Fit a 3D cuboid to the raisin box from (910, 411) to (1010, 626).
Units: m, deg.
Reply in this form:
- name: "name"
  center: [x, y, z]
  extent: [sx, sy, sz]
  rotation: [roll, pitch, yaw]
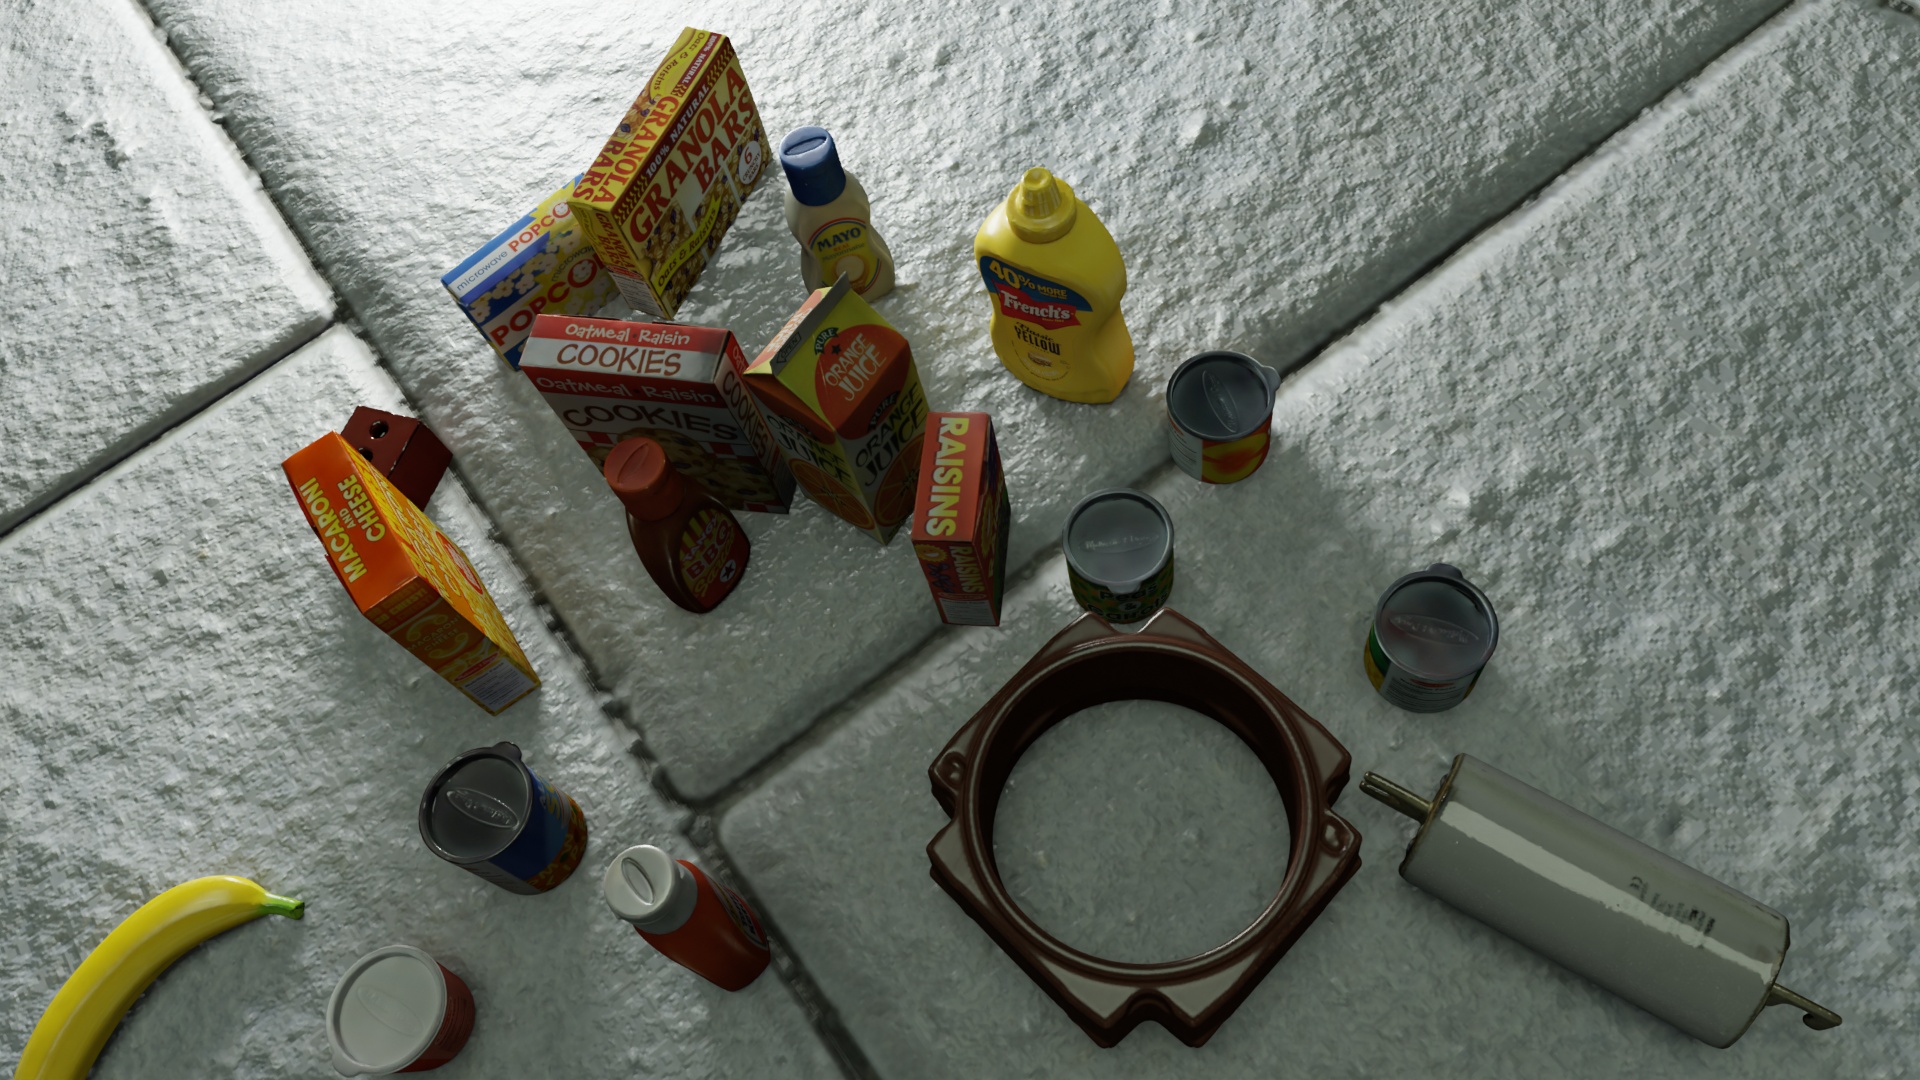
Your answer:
- name: "raisin box"
  center: [0.003, -0.010, 0.830]
  extent: [0.040, 0.123, 0.086]
  rotation: [2, 64, 10]

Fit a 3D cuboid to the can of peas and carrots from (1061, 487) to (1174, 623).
- name: "can of peas and carrots"
  center: [0.097, 0.012, 0.840]
  extent: [0.071, 0.058, 0.071]
  rotation: [-4, 63, 7]

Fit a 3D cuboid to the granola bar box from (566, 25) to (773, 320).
- name: "granola bar box"
  center: [-0.200, -0.259, 0.987]
  extent: [0.039, 0.123, 0.166]
  rotation: [19, 68, 17]

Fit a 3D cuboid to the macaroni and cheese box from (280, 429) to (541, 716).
- name: "macaroni and cheese box"
  center: [-0.328, 0.025, 0.840]
  extent: [0.040, 0.165, 0.124]
  rotation: [-35, 64, -9]

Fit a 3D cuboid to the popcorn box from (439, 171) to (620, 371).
- name: "popcorn box"
  center: [-0.293, -0.189, 0.988]
  extent: [0.127, 0.085, 0.038]
  rotation: [-41, 65, -12]

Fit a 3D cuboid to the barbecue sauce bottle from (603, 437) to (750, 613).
- name: "barbecue sauce bottle"
  center: [-0.173, -0.011, 0.844]
  extent: [0.044, 0.148, 0.065]
  rotation: [25, 70, 20]

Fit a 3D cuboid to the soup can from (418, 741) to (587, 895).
- name: "soup can"
  center: [-0.261, 0.162, 0.806]
  extent: [0.071, 0.083, 0.071]
  rotation: [-4, 63, 7]

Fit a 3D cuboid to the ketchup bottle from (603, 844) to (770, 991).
- name: "ketchup bottle"
  center: [-0.145, 0.197, 0.734]
  extent: [0.043, 0.148, 0.065]
  rotation: [-38, 64, -10]

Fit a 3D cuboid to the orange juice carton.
- name: "orange juice carton"
  center: [-0.069, -0.080, 0.837]
  extent: [0.073, 0.192, 0.072]
  rotation: [31, 72, 21]

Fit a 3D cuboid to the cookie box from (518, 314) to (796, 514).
- name: "cookie box"
  center: [-0.181, -0.076, 0.867]
  extent: [0.123, 0.166, 0.040]
  rotation: [6, 65, 12]

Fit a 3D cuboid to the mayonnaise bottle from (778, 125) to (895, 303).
- name: "mayonnaise bottle"
  center: [-0.087, -0.214, 0.933]
  extent: [0.065, 0.147, 0.041]
  rotation: [-21, 63, -2]

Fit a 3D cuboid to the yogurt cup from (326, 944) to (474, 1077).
- name: "yogurt cup"
  center: [-0.309, 0.266, 0.778]
  extent: [0.072, 0.053, 0.072]
  rotation: [-4, 63, 7]

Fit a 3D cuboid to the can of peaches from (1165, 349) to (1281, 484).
- name: "can of peaches"
  center: [0.166, -0.077, 0.875]
  extent: [0.071, 0.058, 0.071]
  rotation: [-4, 63, 7]

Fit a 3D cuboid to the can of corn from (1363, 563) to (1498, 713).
- name: "can of corn"
  center: [0.267, 0.056, 0.791]
  extent: [0.071, 0.058, 0.071]
  rotation: [-4, 63, 7]
